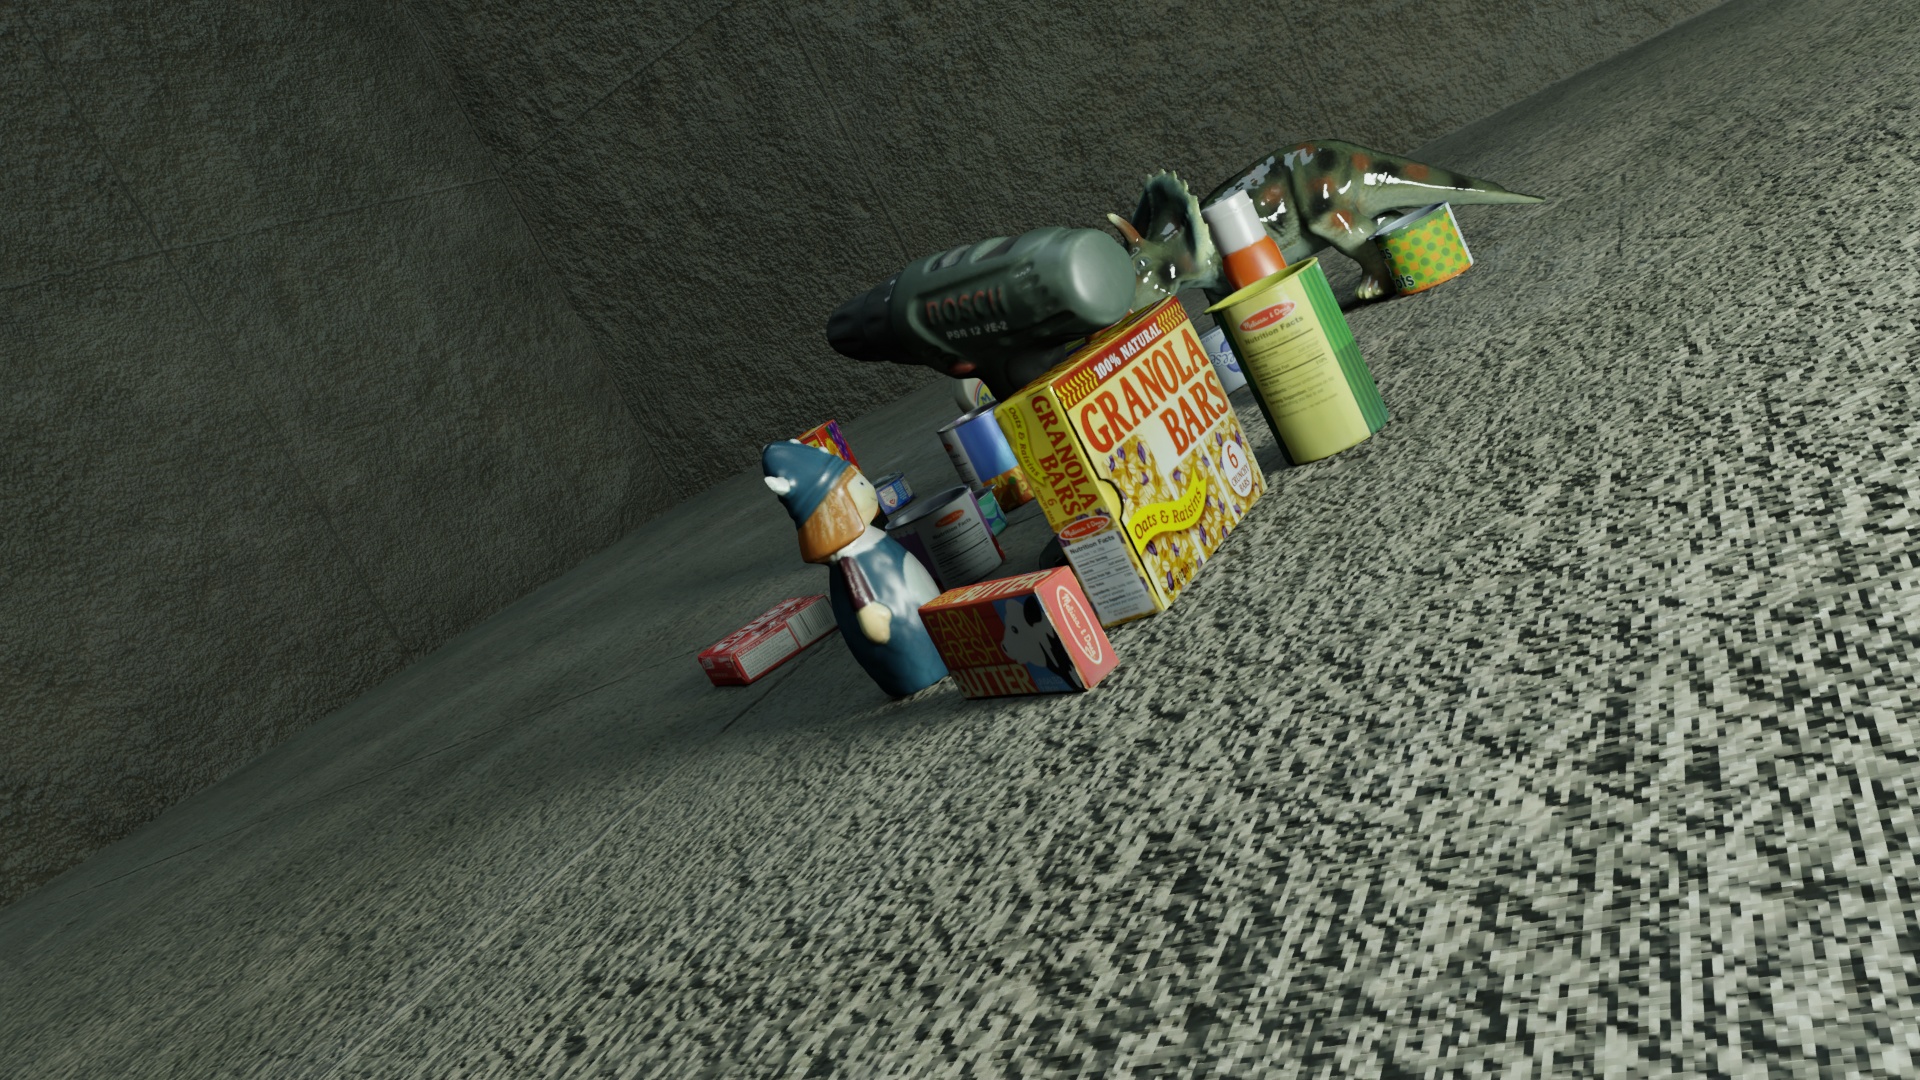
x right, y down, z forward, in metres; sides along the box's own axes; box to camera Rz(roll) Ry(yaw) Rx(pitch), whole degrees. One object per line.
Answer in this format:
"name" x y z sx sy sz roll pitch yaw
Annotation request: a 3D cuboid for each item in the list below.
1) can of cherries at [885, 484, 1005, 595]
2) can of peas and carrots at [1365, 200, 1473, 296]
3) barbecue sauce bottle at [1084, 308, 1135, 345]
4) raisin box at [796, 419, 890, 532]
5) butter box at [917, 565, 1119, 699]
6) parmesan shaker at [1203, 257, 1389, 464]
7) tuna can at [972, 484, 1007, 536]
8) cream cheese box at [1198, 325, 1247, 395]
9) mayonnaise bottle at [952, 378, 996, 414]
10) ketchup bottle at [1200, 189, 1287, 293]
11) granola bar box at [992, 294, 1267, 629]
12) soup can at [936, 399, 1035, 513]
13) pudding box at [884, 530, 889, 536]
"can of cherries" -0.011 0.001 0.969 0.071 0.058 0.071 -27 9 5
"can of peas and carrots" 0.388 -0.245 1.174 0.071 0.058 0.071 -27 9 5
"barbecue sauce bottle" 0.128 -0.143 1.080 0.065 0.148 0.044 -26 9 12
"raisin box" -0.119 -0.051 1.356 0.040 0.123 0.086 -26 9 13
"butter box" 0.024 0.045 0.650 0.024 0.053 0.103 -33 11 -32
"parmesan shaker" 0.196 -0.103 0.810 0.071 0.103 0.071 -27 9 5
"tuna can" 0.004 -0.014 1.087 0.071 0.033 0.071 -27 9 5
"cream cheese box" 0.239 -0.162 1.161 0.104 0.053 0.024 -31 9 -17
"mayonnaise bottle" 0.026 -0.135 1.322 0.065 0.148 0.041 -31 9 -20
"ketchup bottle" 0.225 -0.184 1.024 0.043 0.148 0.065 -25 9 14
"granola bar box" 0.095 -0.047 0.724 0.039 0.124 0.166 -21 11 37
"soup can" 0.030 -0.070 1.161 0.071 0.083 0.071 -27 9 5
"pudding box" -0.045 0.018 1.003 0.030 0.049 0.084 -22 11 34
